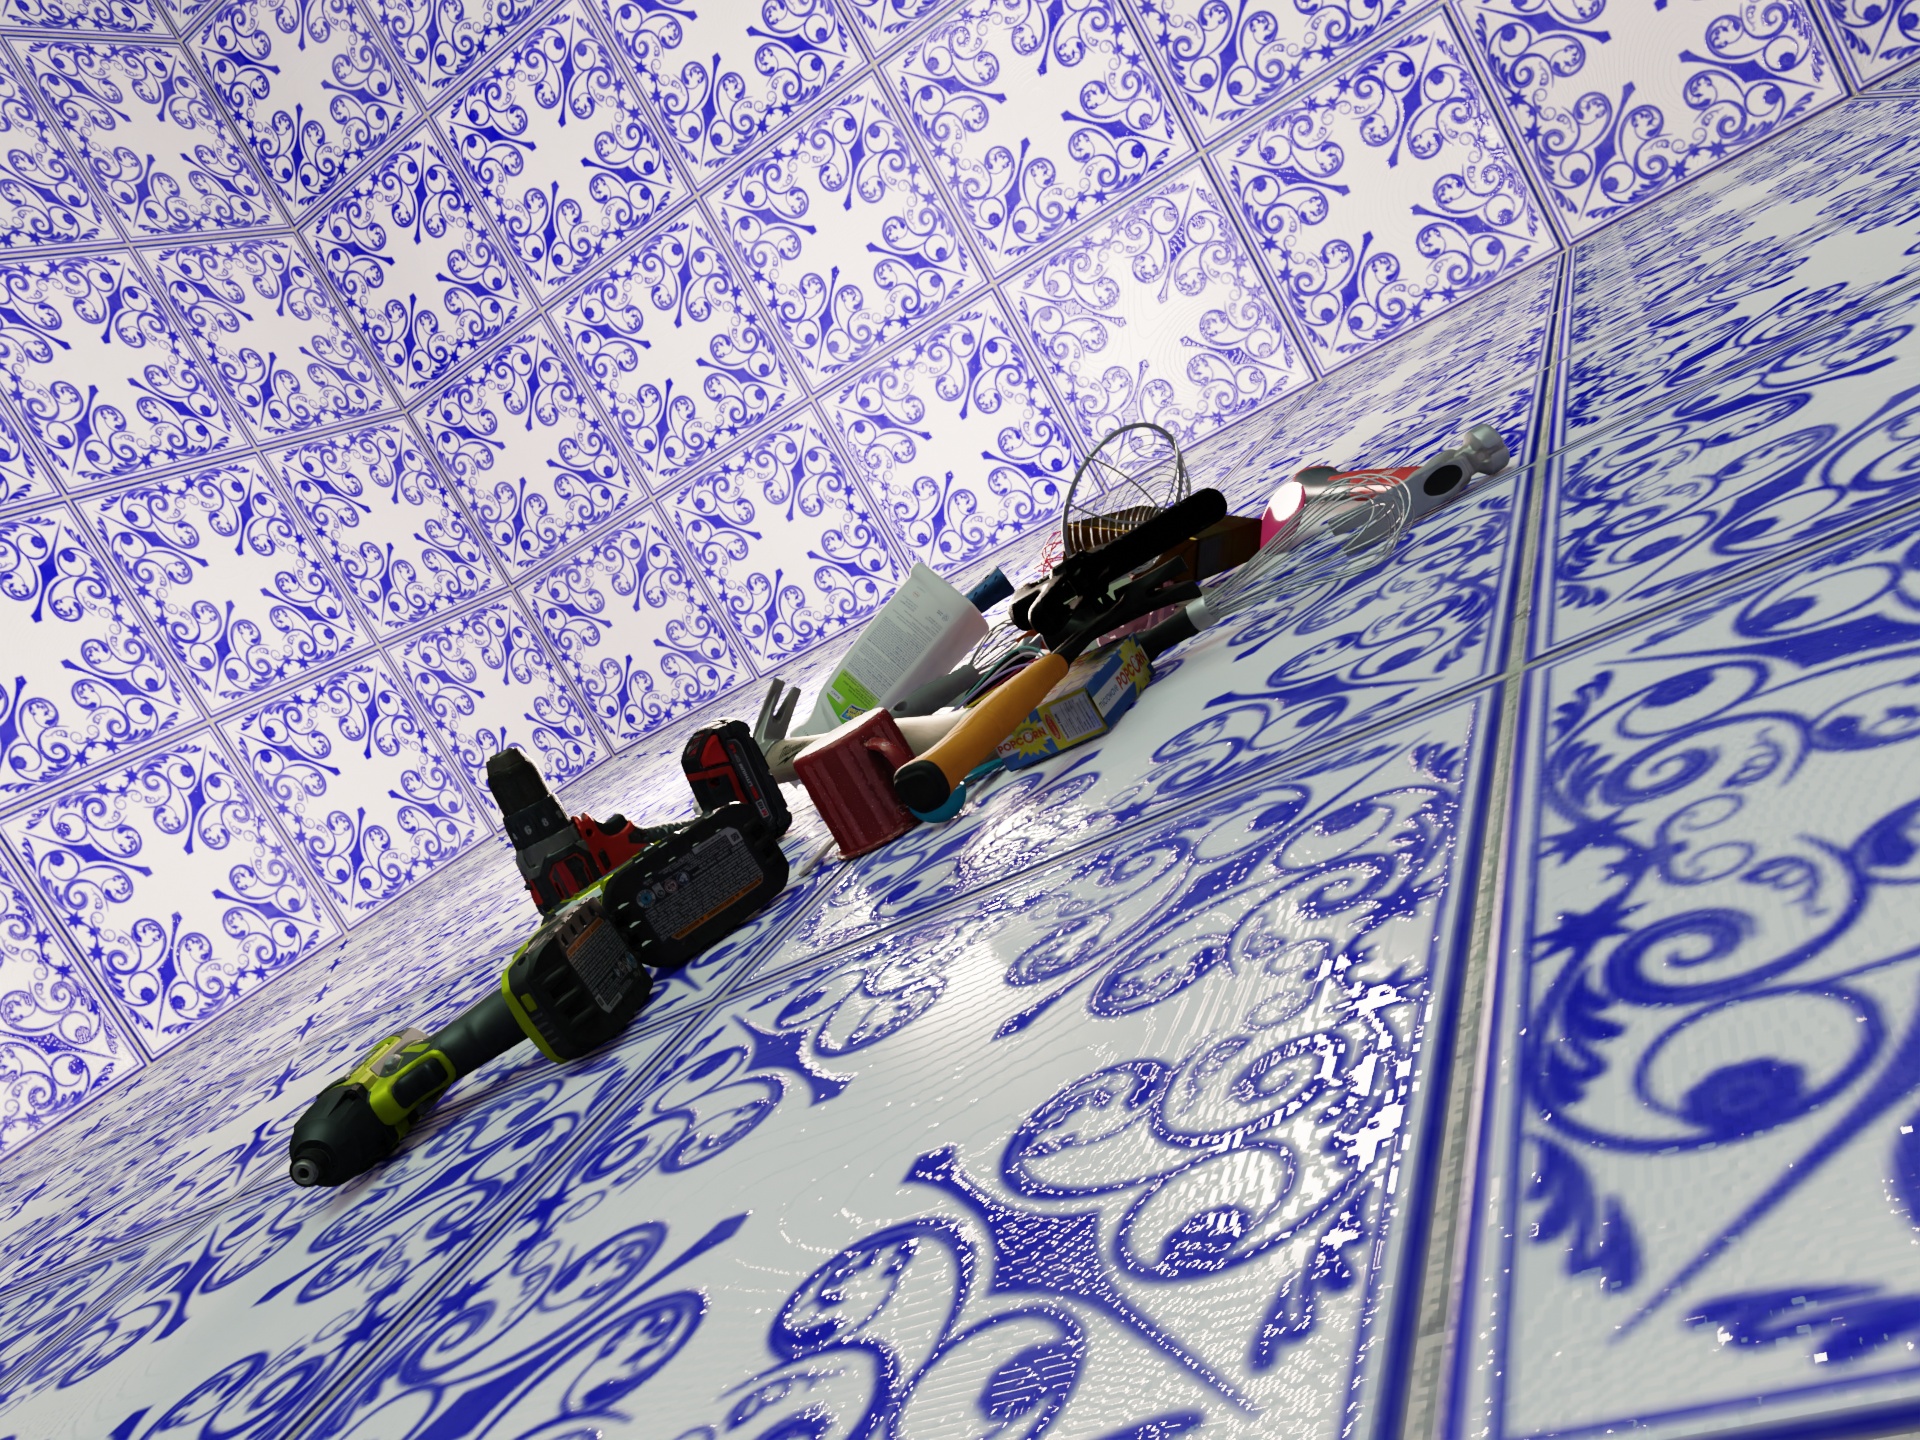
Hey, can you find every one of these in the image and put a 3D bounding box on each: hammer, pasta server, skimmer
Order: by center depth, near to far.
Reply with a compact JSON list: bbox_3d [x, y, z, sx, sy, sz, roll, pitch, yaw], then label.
[{"bbox_3d":[0.053,-0.025,1.056,0.127,0.034,0.337,-24,10,33],"label":"hammer"},{"bbox_3d":[0.082,-0.031,1.257,0.060,0.040,0.316,-6,23,44],"label":"pasta server"},{"bbox_3d":[0.073,-0.113,1.332,0.127,0.090,0.363,-21,-13,-33],"label":"skimmer"},{"bbox_3d":[0.338,-0.197,1.381,0.143,0.038,0.386,-31,8,1],"label":"hammer"},{"bbox_3d":[-0.092,0.015,1.392,0.411,0.038,0.146,-9,60,58],"label":"hammer"},{"bbox_3d":[-0.115,-0.028,1.665,0.405,0.035,0.144,-37,21,1],"label":"hammer"}]

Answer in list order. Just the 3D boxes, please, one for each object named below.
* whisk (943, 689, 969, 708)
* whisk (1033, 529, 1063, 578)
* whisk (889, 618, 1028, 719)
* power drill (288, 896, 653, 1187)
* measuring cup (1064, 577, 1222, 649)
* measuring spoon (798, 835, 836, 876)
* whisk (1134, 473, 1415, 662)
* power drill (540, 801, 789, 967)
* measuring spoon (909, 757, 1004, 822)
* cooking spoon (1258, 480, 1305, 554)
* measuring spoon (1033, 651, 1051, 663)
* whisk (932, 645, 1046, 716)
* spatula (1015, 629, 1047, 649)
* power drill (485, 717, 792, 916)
[{"bbox_3d":[-0.054,-0.019,1.662,0.246,0.059,0.058,-8,60,60],"label":"whisk"},{"bbox_3d":[0.176,-0.167,1.617,0.073,0.073,0.296,-34,21,-30],"label":"whisk"},{"bbox_3d":[0.006,-0.045,1.526,0.055,0.055,0.239,-22,8,44],"label":"whisk"},{"bbox_3d":[-0.323,0.216,1.034,0.223,0.080,0.171,-32,7,8],"label":"power drill"},{"bbox_3d":[0.162,-0.096,1.399,0.168,0.038,0.083,1,50,40],"label":"measuring cup"},{"bbox_3d":[-0.082,0.085,1.219,0.124,0.018,0.034,-45,6,-40],"label":"measuring spoon"},{"bbox_3d":[0.204,-0.093,1.165,0.284,0.070,0.070,-31,6,31],"label":"whisk"},{"bbox_3d":[-0.215,0.123,1.226,0.190,0.080,0.228,-33,6,-24],"label":"power drill"},{"bbox_3d":[0.008,0.049,1.123,0.042,0.021,0.128,-17,5,33],"label":"measuring spoon"},{"bbox_3d":[0.281,-0.185,1.531,0.319,0.017,0.069,-151,78,-84],"label":"cooking spoon"},{"bbox_3d":[0.069,-0.049,1.526,0.021,0.011,0.117,-26,5,23],"label":"measuring spoon"},{"bbox_3d":[-0.004,-0.005,1.389,0.245,0.051,0.047,-27,13,41],"label":"whisk"},{"bbox_3d":[0.119,-0.112,1.625,0.081,0.041,0.323,-27,7,14],"label":"spatula"},{"bbox_3d":[-0.281,0.075,1.371,0.226,0.188,0.080,-29,7,-26],"label":"power drill"}]
